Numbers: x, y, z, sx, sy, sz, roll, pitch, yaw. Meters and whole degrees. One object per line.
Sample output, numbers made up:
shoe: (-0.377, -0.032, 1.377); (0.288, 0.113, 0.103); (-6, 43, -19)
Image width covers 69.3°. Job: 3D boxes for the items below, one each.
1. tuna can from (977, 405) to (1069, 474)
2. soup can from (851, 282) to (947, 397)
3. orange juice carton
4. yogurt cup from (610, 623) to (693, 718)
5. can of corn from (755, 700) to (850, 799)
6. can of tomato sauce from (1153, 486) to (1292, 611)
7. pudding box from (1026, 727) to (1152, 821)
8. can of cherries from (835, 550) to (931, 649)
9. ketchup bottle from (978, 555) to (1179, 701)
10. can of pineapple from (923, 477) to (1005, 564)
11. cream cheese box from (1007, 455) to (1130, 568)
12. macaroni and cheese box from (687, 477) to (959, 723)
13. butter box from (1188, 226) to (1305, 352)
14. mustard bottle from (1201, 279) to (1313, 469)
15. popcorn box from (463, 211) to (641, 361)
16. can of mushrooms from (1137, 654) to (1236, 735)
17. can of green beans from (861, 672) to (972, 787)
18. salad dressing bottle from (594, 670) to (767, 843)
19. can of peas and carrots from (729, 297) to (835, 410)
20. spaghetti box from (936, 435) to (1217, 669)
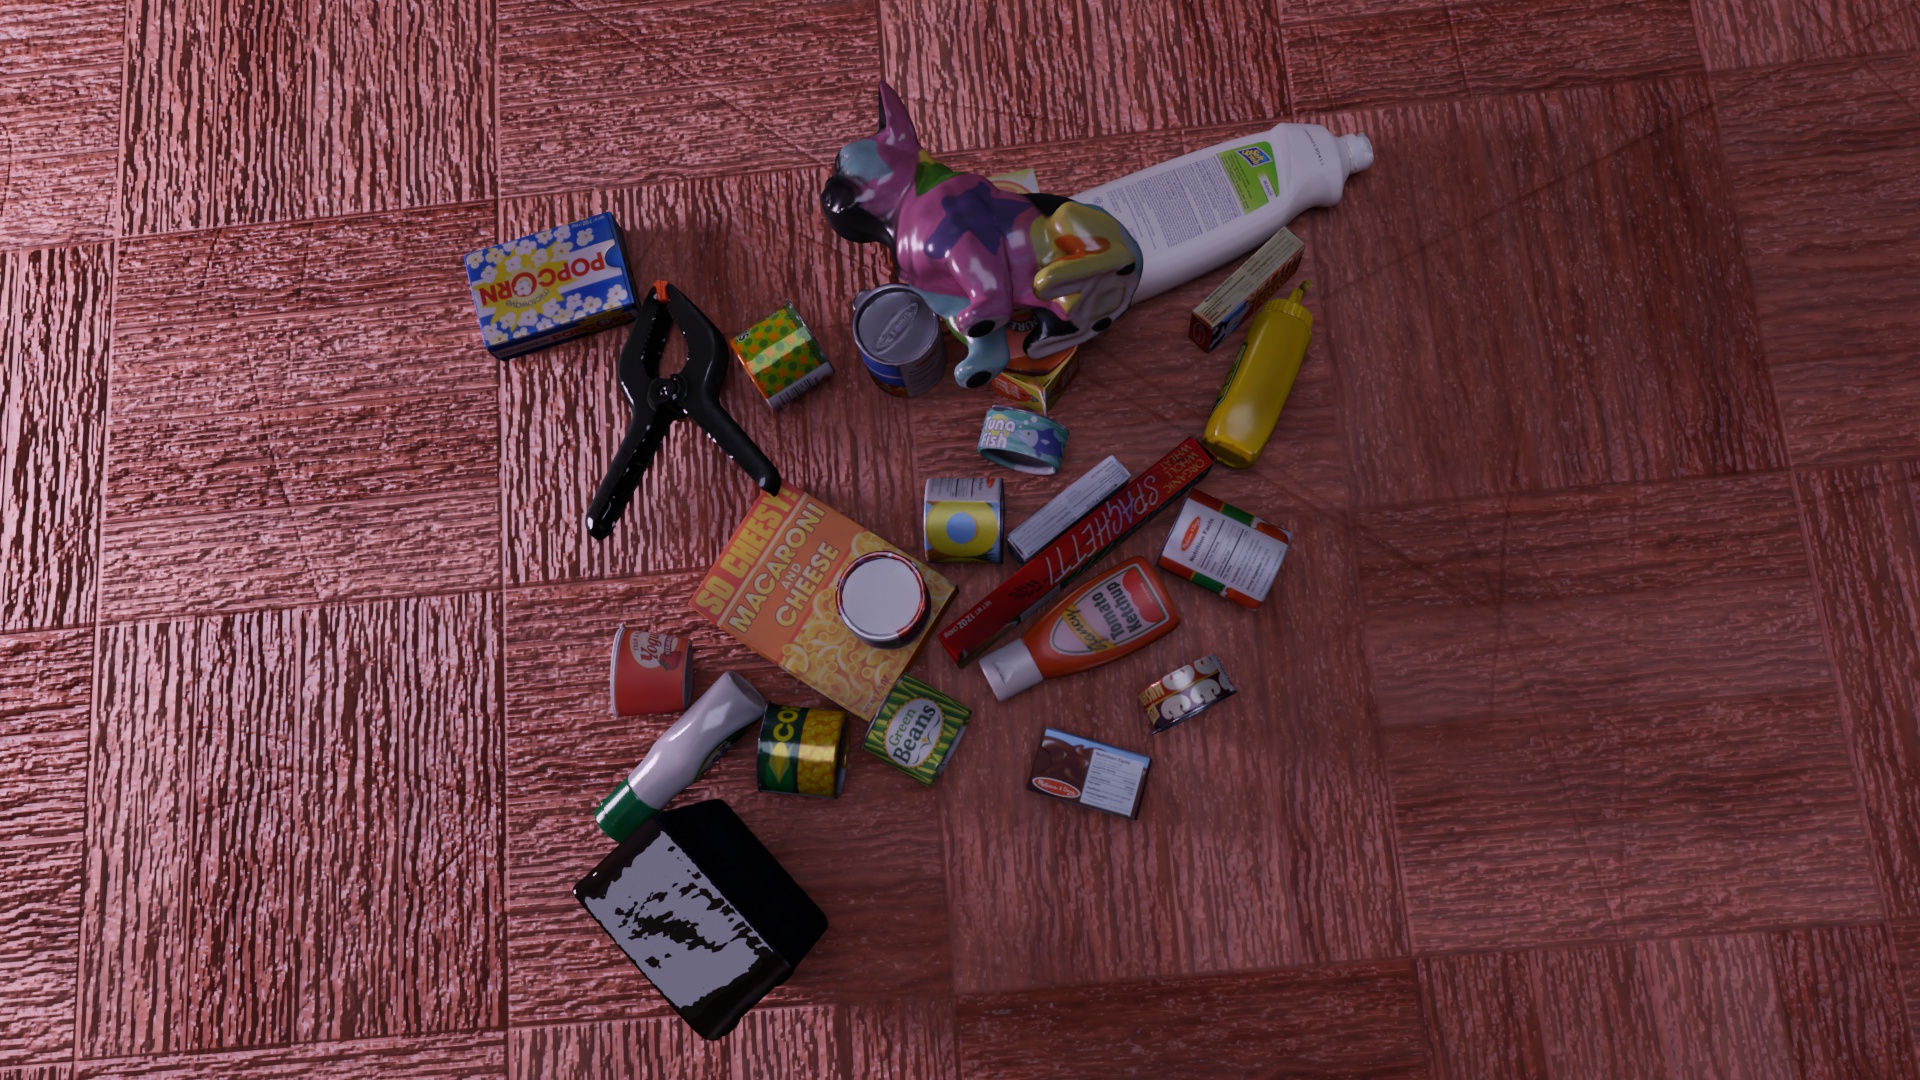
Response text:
tuna can: (0.046, -0.076, 1.063); (0.071, 0.071, 0.033); (14, 81, 6)
soup can: (-0.048, -0.156, 1.079); (0.071, 0.083, 0.071); (-1, 78, 3)
orange juice carton: (0.045, -0.184, 1.085); (0.073, 0.071, 0.193); (-14, 78, 2)
yogurt cup: (-0.232, 0.101, 1.049); (0.054, 0.072, 0.072); (2, 79, -4)
can of corn: (-0.115, 0.154, 1.027); (0.058, 0.071, 0.071); (6, 79, 4)
can of tomato sauce: (0.197, 0.006, 1.041); (0.083, 0.071, 0.071); (25, 81, 8)
pudding box: (0.096, 0.173, 1.029); (0.084, 0.030, 0.050); (15, 81, 7)
can of cherries: (-0.055, 0.041, 1.010); (0.071, 0.058, 0.071); (0, 80, 2)
ketchup bottle: (0.087, 0.071, 1.044); (0.149, 0.043, 0.065); (-28, 78, -2)
can of pineapple: (0.004, -0.013, 1.056); (0.058, 0.071, 0.071); (0, 79, 4)
cream cheese box: (0.081, -0.022, 1.058); (0.104, 0.053, 0.024); (-38, 81, -4)
macaroni and cheese box: (-0.104, 0.045, 1.063); (0.166, 0.040, 0.124); (31, 81, 9)
butter box: (0.223, -0.196, 1.086); (0.103, 0.053, 0.024); (-43, 76, -6)
mustard bottle: (0.235, -0.134, 1.070); (0.049, 0.065, 0.160); (25, 75, 3)
popcorn box: (-0.331, -0.206, 1.131); (0.127, 0.038, 0.085); (-17, 77, 0)
can of mushrooms: (0.164, 0.113, 1.018); (0.071, 0.071, 0.033); (-27, 78, -2)
can of green beans: (-0.031, 0.140, 1.026); (0.058, 0.071, 0.071); (28, 82, 8)
salad dressing bottle: (-0.210, 0.163, 1.038); (0.147, 0.064, 0.044); (-45, 90, 3)
can of peas and carrots: (-0.141, -0.146, 1.092); (0.059, 0.071, 0.071); (-33, 78, -3)
spaghetti box: (0.088, 0.009, 1.053); (0.250, 0.050, 0.029); (-38, 80, -5)
